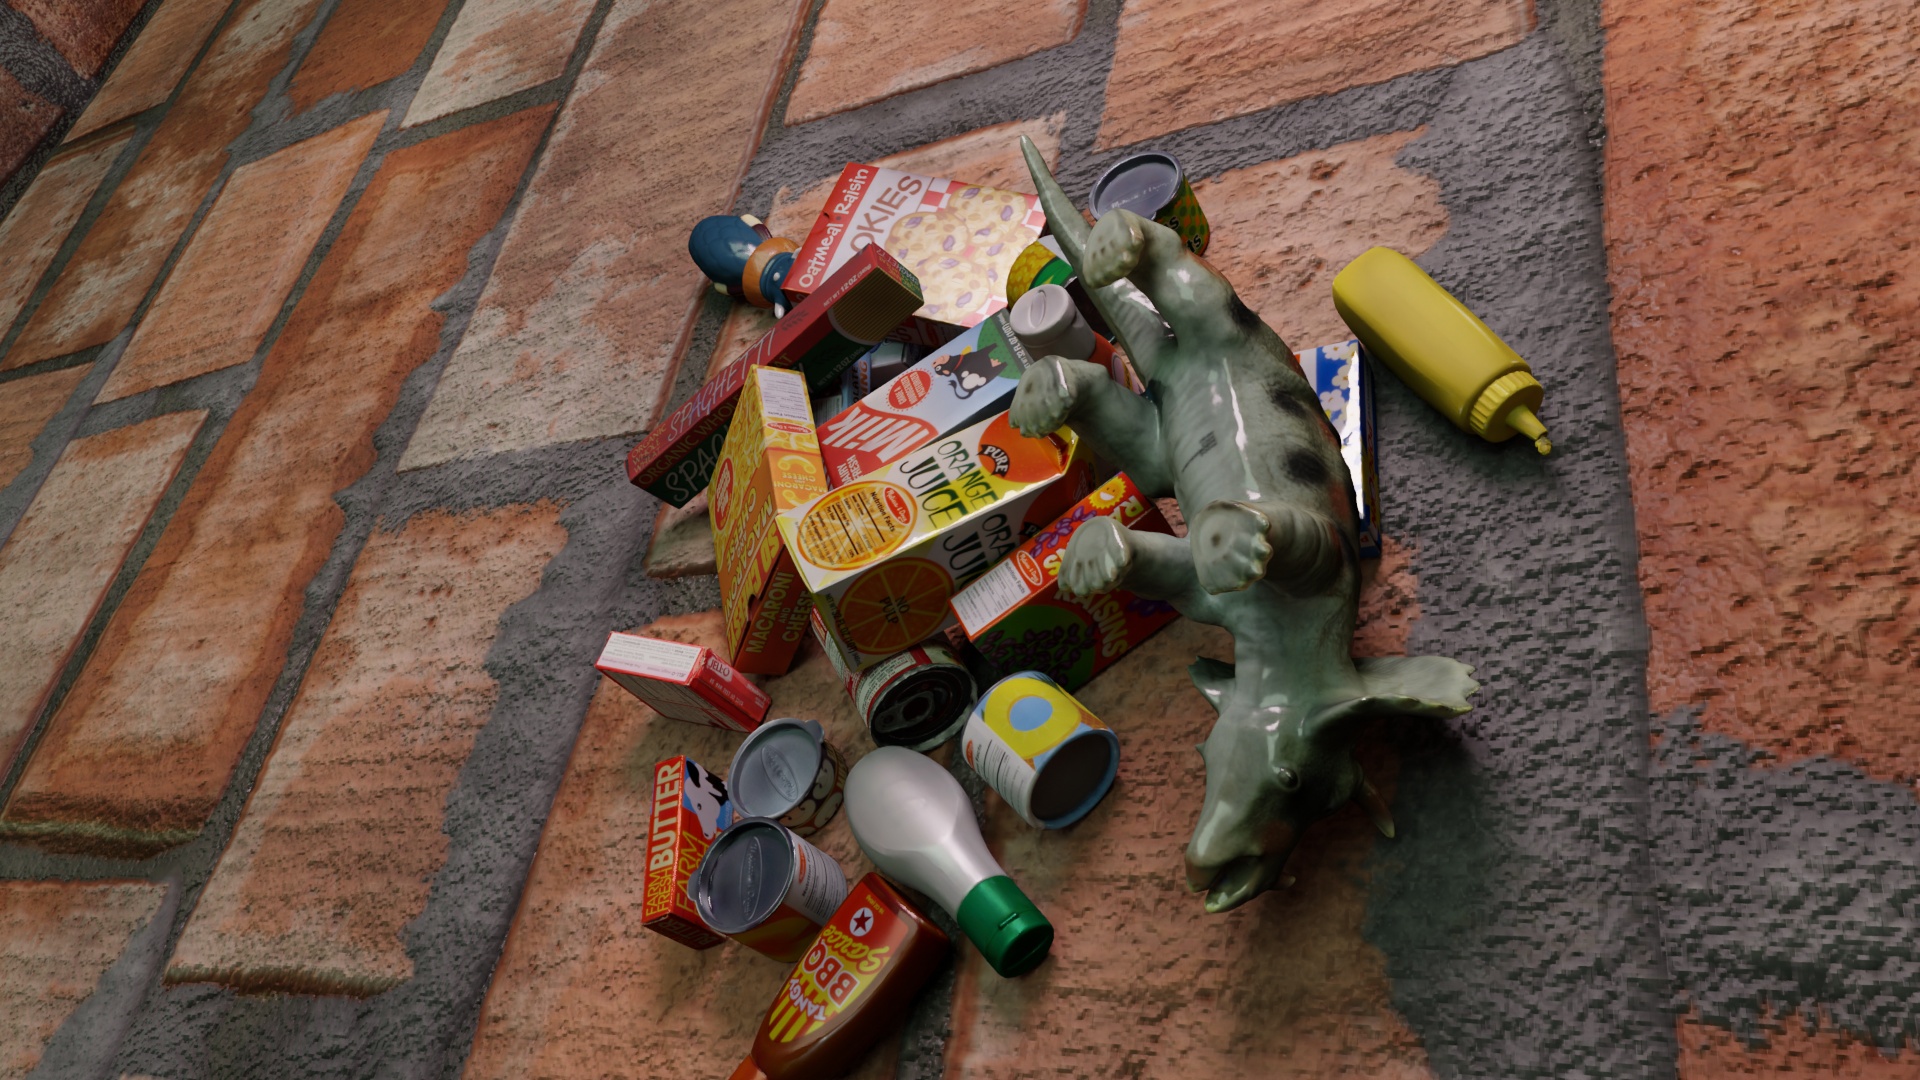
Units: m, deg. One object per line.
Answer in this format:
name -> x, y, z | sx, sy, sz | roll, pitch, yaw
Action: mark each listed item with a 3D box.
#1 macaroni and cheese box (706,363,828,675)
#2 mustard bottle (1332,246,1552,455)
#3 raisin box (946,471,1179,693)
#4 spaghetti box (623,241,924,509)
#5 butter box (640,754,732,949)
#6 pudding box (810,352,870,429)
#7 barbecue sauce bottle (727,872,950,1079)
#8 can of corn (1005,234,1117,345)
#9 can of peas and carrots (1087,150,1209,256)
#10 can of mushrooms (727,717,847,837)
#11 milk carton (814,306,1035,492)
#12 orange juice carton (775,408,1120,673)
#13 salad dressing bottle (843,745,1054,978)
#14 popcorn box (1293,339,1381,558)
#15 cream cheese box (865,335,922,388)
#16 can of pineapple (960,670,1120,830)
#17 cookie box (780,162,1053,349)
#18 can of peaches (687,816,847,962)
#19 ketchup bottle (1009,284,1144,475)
macaroni and cheese box -> -0.127, -0.014, 0.911 | 0.167, 0.040, 0.123 | -106, 32, -41
mustard bottle -> 0.268, -0.097, 0.756 | 0.049, 0.065, 0.161 | -41, 52, 8
raisin box -> 0.067, 0.030, 0.771 | 0.123, 0.086, 0.040 | -36, 42, 5
spaghetti box -> -0.132, -0.108, 0.958 | 0.249, 0.050, 0.029 | -37, 46, 22
butter box -> -0.161, 0.184, 0.824 | 0.024, 0.053, 0.104 | -21, 49, 21
pudding box -> -0.091, -0.095, 0.982 | 0.049, 0.030, 0.084 | -8, 76, 28
barbecue sauce bottle -> -0.072, 0.250, 0.727 | 0.149, 0.043, 0.065 | -50, 39, -9
can of corn -> 0.071, -0.160, 0.923 | 0.071, 0.071, 0.058 | -41, 45, 0
can of peas and carrots -> 0.128, -0.215, 0.931 | 0.071, 0.058, 0.071 | -16, 52, 22
can of mushrooms -> -0.102, 0.141, 0.832 | 0.071, 0.033, 0.071 | -17, 50, 22
milk carton -> -0.024, -0.059, 0.902 | 0.190, 0.073, 0.072 | -31, 47, 9
orange juice carton -> 0.003, -0.010, 0.785 | 0.193, 0.071, 0.073 | -25, 44, -7
salad dressing bottle -> -0.008, 0.170, 0.745 | 0.064, 0.043, 0.148 | -34, 45, -16
popcorn box -> 0.189, -0.048, 0.784 | 0.085, 0.038, 0.127 | -9, 54, 26
cream cheese box -> -0.078, -0.136, 1.026 | 0.103, 0.024, 0.053 | -10, 55, 27
can of pineapple -> 0.044, 0.111, 0.741 | 0.071, 0.071, 0.058 | -47, 47, -5
cookie box -> -0.027, -0.203, 0.997 | 0.167, 0.040, 0.123 | 15, 66, 18
can of peaches -> -0.107, 0.196, 0.779 | 0.071, 0.058, 0.071 | -17, 51, 22
ketchup bottle -> 0.077, -0.088, 0.808 | 0.043, 0.148, 0.065 | -14, 52, 26
